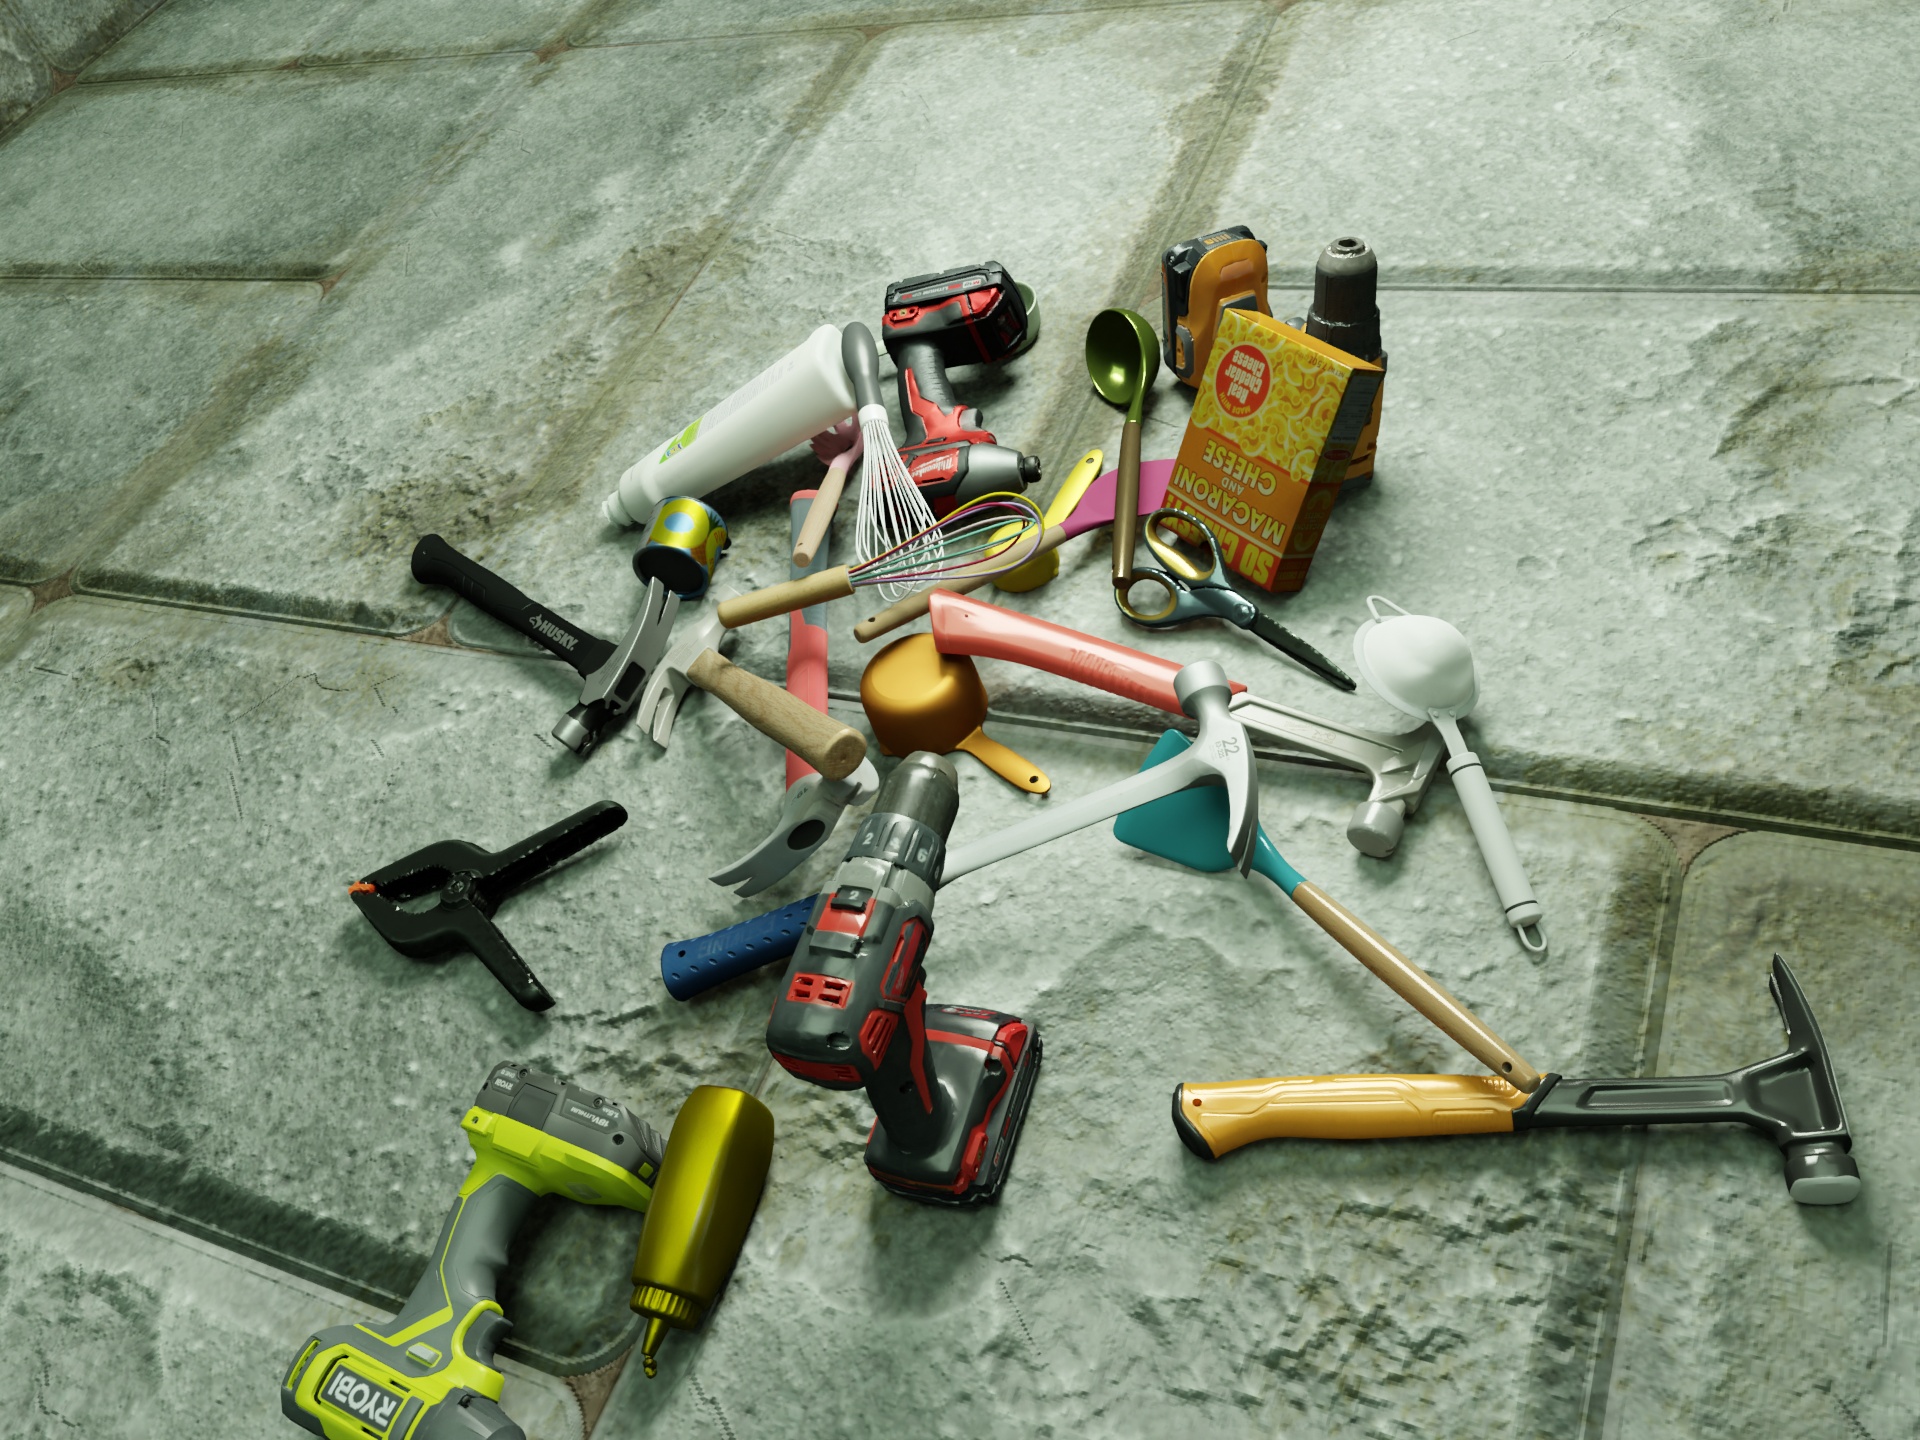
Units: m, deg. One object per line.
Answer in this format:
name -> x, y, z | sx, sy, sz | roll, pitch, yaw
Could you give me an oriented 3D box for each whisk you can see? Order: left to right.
whisk -> -0.064, -0.209, 1.238 | 0.070, 0.070, 0.285 | -16, 57, 6
whisk -> -0.058, -0.110, 1.130 | 0.245, 0.047, 0.051 | -15, 32, 11

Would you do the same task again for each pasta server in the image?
pasta server -> -0.106, -0.192, 1.263 | 0.060, 0.040, 0.316 | -26, 23, 17

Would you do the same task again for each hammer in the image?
hammer -> -0.363, -0.095, 1.326 | 0.335, 0.035, 0.146 | 28, 80, 39
hammer -> -0.147, -0.014, 1.113 | 0.130, 0.031, 0.331 | -52, 29, -6
hammer -> -0.124, -0.043, 1.190 | 0.143, 0.038, 0.387 | -41, 33, 27
hammer -> -0.006, 0.095, 1.001 | 0.405, 0.035, 0.144 | -23, 50, 12
hammer -> 0.143, -0.030, 1.064 | 0.359, 0.036, 0.149 | 20, 60, 22
hammer -> 0.282, 0.197, 0.852 | 0.337, 0.034, 0.127 | -6, 50, 15

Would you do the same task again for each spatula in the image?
spatula -> 0.207, 0.113, 0.922 | 0.318, 0.044, 0.082 | 42, 110, 48

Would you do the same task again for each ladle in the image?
ladle -> 0.119, -0.212, 1.225 | 0.062, 0.078, 0.320 | 14, 46, -4

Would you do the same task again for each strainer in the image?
strainer -> 0.305, 0.019, 0.965 | 0.087, 0.050, 0.259 | -3, 62, -20

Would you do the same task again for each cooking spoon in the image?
cooking spoon -> 0.054, -0.129, 1.188 | 0.319, 0.017, 0.069 | -28, 46, -24

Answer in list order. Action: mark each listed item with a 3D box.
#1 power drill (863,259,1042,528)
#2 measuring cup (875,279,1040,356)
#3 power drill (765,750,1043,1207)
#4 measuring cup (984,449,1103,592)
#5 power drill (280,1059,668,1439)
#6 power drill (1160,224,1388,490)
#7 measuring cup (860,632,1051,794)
power drill -> -0.002, -0.263, 1.306 | 0.143, 0.078, 0.220 | -7, 63, 18
measuring cup -> -0.008, -0.342, 1.424 | 0.167, 0.038, 0.083 | -18, 47, 7
power drill -> -0.022, 0.146, 0.874 | 0.080, 0.226, 0.188 | 4, 53, 23
measuring cup -> 0.070, -0.166, 1.245 | 0.062, 0.029, 0.156 | 17, 61, 31
power drill -> -0.263, 0.324, 0.914 | 0.171, 0.080, 0.223 | 11, 59, 29
power drill -> 0.239, -0.300, 1.199 | 0.084, 0.185, 0.226 | -21, 43, -15
measuring cup -> -0.002, -0.004, 1.116 | 0.095, 0.052, 0.174 | -41, 48, -17
